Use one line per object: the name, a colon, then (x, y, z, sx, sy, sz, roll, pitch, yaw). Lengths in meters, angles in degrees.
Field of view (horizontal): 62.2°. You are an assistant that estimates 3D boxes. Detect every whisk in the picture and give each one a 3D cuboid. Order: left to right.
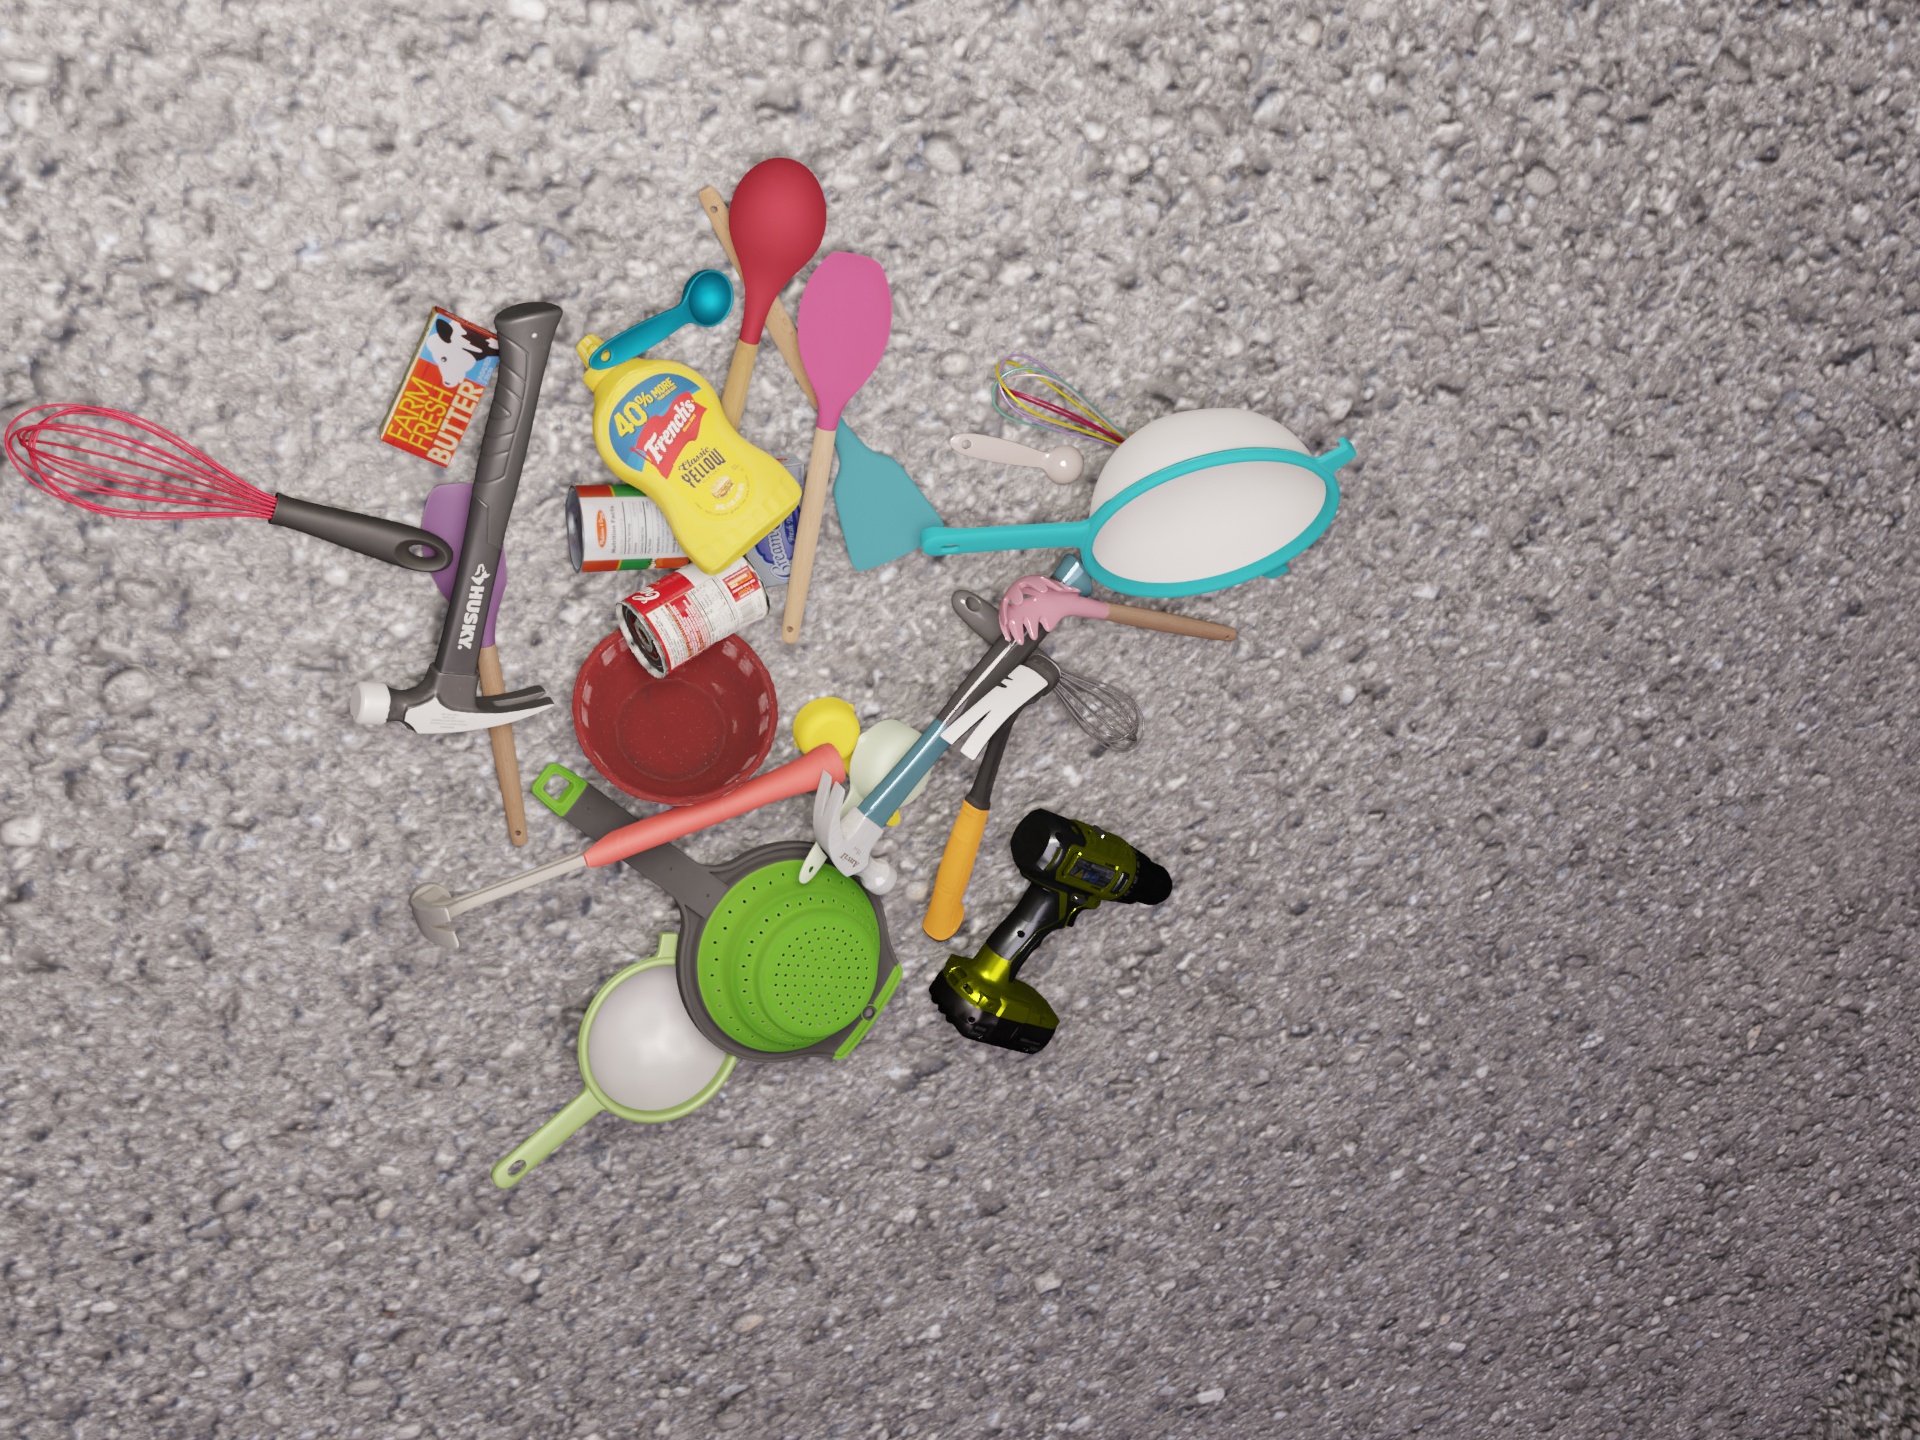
whisk: (-0.503, -0.154, 1.116, 0.295, 0.073, 0.073, 15, 111, -32)
whisk: (0.080, -0.046, 1.413, 0.238, 0.055, 0.055, 37, 100, -28)
whisk: (0.122, -0.236, 1.327, 0.244, 0.047, 0.051, 21, 106, -33)

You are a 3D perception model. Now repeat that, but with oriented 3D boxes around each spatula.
spatula: (-0.373, -0.037, 1.255, 0.059, 0.018, 0.315, -7, 119, -9)
spatula: (-0.116, -0.261, 1.219, 0.082, 0.044, 0.317, -24, 123, 10)

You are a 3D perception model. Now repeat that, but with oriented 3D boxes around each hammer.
hammer: (-0.343, -0.143, 1.171, 0.146, 0.035, 0.334, 4, 114, -37)
hammer: (-0.252, 0.092, 1.260, 0.359, 0.149, 0.036, -20, 100, -25)
hammer: (-0.002, -0.004, 1.348, 0.331, 0.033, 0.128, -50, 136, -2)
hammer: (0.006, 0.091, 1.387, 0.127, 0.034, 0.336, -41, 157, -38)

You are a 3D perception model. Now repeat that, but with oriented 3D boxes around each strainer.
strainer: (-0.314, 0.311, 1.411, 0.256, 0.069, 0.151, -41, 113, -17)
strainer: (0.131, -0.185, 1.284, 0.340, 0.095, 0.210, -5, 155, -10)

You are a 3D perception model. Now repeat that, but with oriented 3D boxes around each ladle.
ladle: (-0.166, -0.261, 1.191, 0.069, 0.031, 0.315, 14, 120, -11)

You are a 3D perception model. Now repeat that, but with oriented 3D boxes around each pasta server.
pasta server: (0.143, -0.086, 1.365, 0.316, 0.040, 0.060, 6, 131, -44)

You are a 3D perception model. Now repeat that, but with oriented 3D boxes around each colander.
colander: (-0.195, 0.166, 1.363, 0.396, 0.094, 0.204, 41, 77, -26)

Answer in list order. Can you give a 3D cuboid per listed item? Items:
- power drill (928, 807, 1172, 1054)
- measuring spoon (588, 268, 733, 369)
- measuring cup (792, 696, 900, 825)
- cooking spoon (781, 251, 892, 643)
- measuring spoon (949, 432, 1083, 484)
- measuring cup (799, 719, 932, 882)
power drill: (0.091, 0.205, 1.533, 0.190, 0.080, 0.228, 23, 104, -39)
measuring spoon: (-0.221, -0.289, 1.155, 0.128, 0.021, 0.042, -37, 136, -25)
measuring cup: (-0.091, 0.045, 1.402, 0.062, 0.029, 0.156, -34, 122, -1)
cooking spoon: (-0.108, -0.202, 1.230, 0.068, 0.017, 0.318, 11, 118, -4)
measuring spoon: (0.049, -0.219, 1.321, 0.124, 0.018, 0.034, 8, 114, -24)
measuring cup: (-0.081, 0.076, 1.378, 0.168, 0.038, 0.083, -56, 141, -16)
